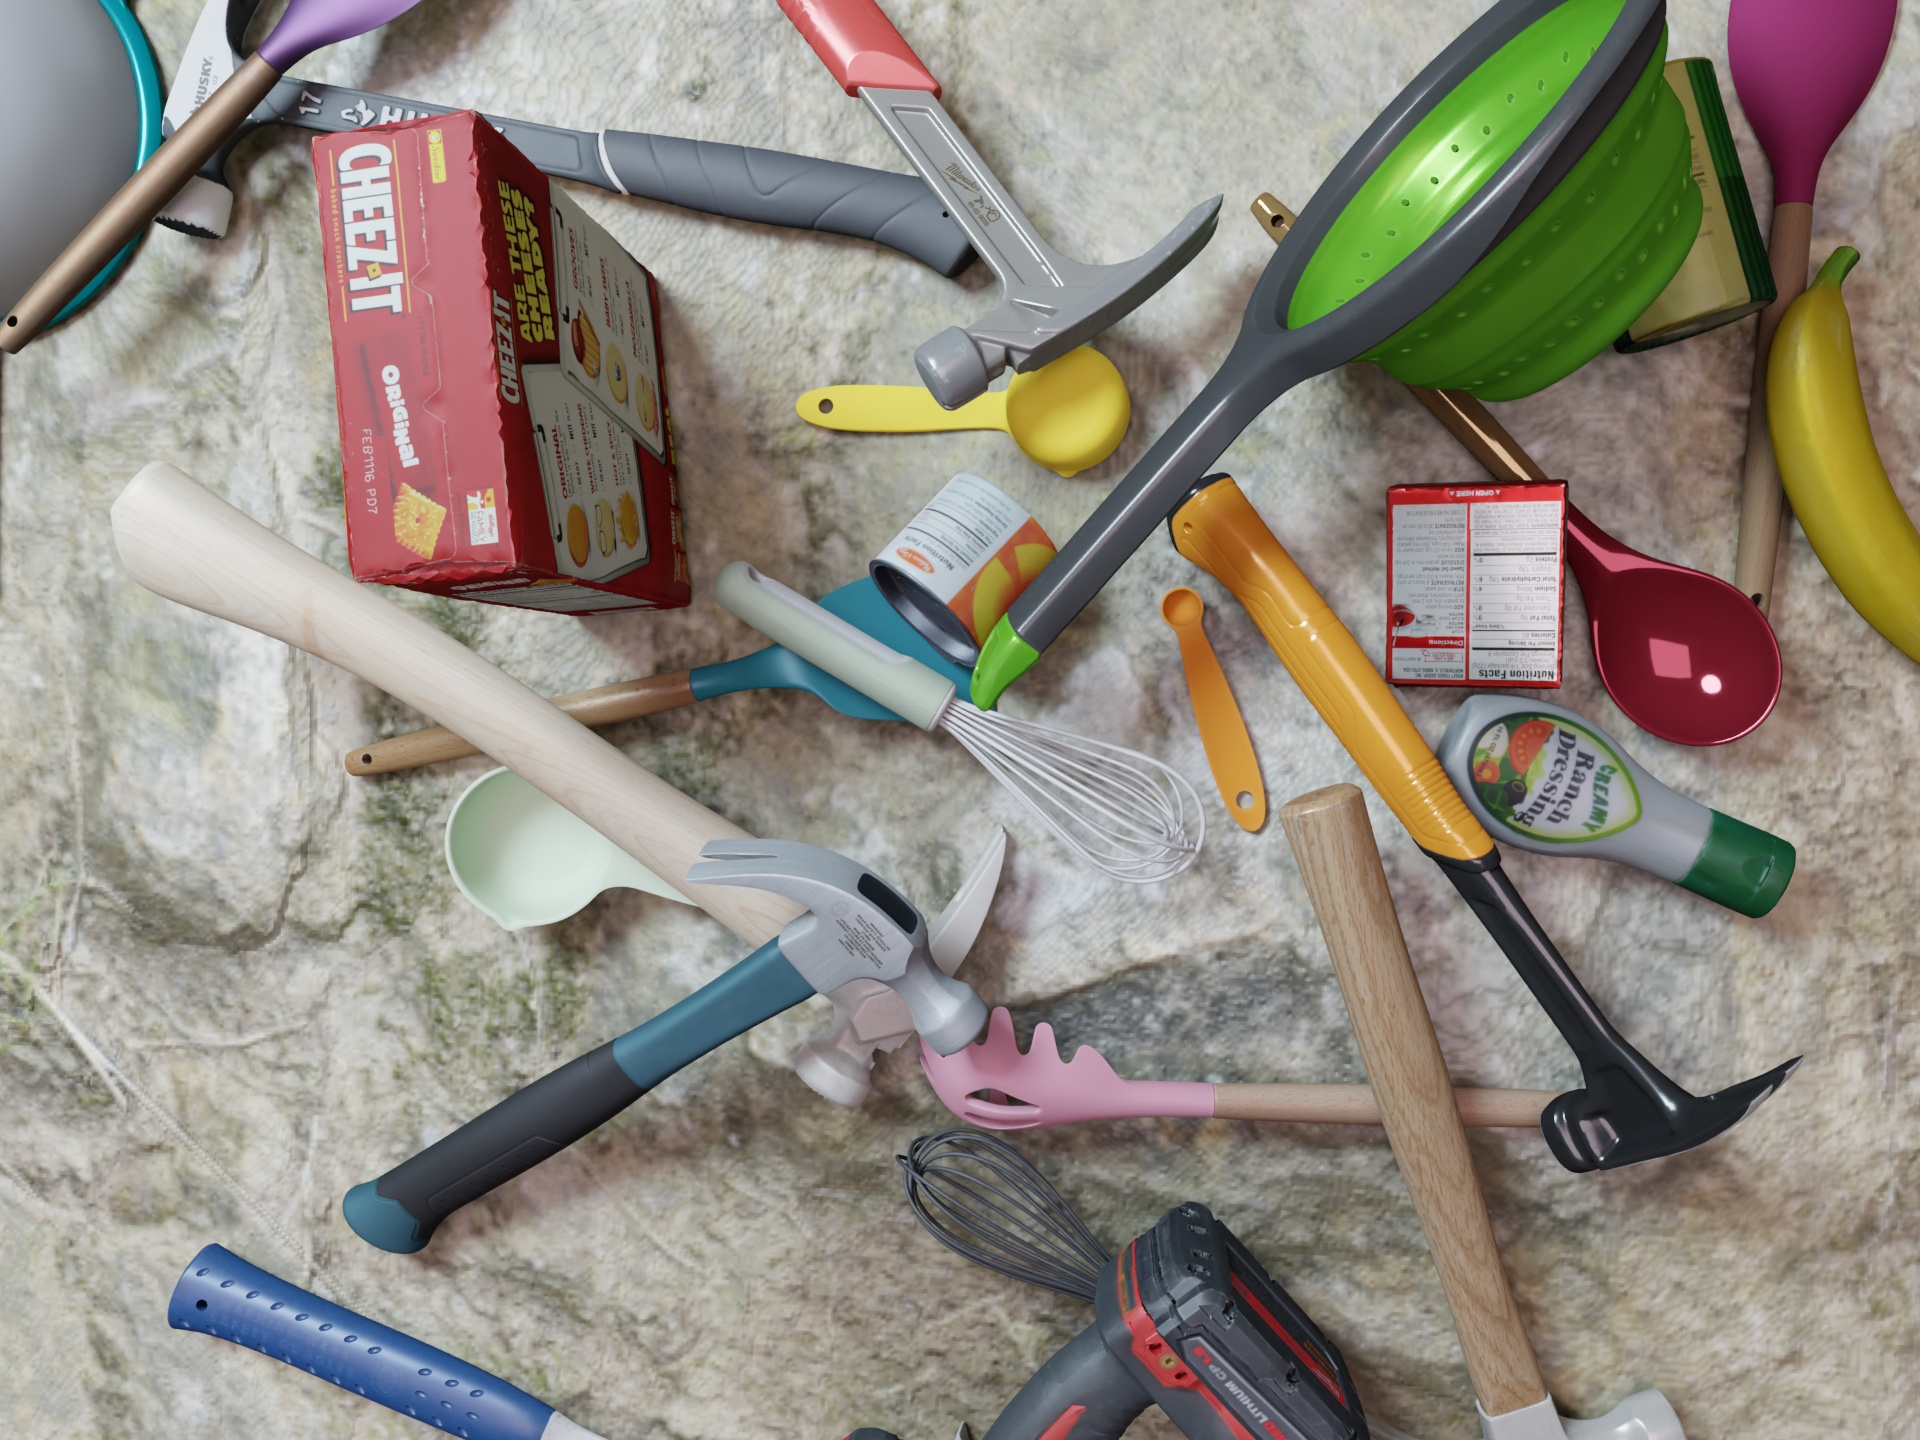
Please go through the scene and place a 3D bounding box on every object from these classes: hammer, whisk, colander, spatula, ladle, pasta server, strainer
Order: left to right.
[{"bbox_3d":[-0.506,-0.231,0.761,0.211,0.095,0.340,1,89,7],"label":"strainer"},{"bbox_3d":[-0.338,-0.286,0.742,0.316,0.018,0.060,-44,85,2],"label":"spatula"},{"bbox_3d":[-0.176,0.006,0.704,0.410,0.038,0.146,34,93,-8],"label":"hammer"},{"bbox_3d":[-0.184,0.337,0.753,0.405,0.035,0.144,20,93,7],"label":"hammer"},{"bbox_3d":[-0.181,-0.271,0.750,0.409,0.036,0.149,12,91,7],"label":"hammer"},{"bbox_3d":[-0.154,0.160,0.709,0.331,0.033,0.128,-33,104,21],"label":"hammer"},{"bbox_3d":[-0.145,-0.010,0.754,0.317,0.044,0.082,-12,89,12],"label":"spatula"},{"bbox_3d":[-0.043,-0.314,0.712,0.149,0.036,0.359,-34,80,-5],"label":"hammer"},{"bbox_3d":[-0.001,-0.002,0.704,0.246,0.058,0.059,31,108,-1],"label":"whisk"},{"bbox_3d":[0.072,0.259,0.717,0.239,0.055,0.055,34,94,1],"label":"whisk"},{"bbox_3d":[0.139,0.163,0.708,0.316,0.040,0.060,1,131,1],"label":"pasta server"},{"bbox_3d":[0.160,-0.133,0.635,0.094,0.205,0.397,38,104,-15],"label":"colander"},{"bbox_3d":[0.199,0.187,0.677,0.130,0.031,0.331,-19,96,1],"label":"hammer"},{"bbox_3d":[0.196,0.030,0.664,0.034,0.127,0.337,-28,76,-25],"label":"hammer"},{"bbox_3d":[0.236,-0.117,0.700,0.069,0.031,0.315,-43,83,18],"label":"ladle"}]

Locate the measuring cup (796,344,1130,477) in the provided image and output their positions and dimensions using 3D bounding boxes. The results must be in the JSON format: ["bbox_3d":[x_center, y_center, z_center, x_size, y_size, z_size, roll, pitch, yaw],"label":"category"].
[{"bbox_3d":[-0.001,-0.145,0.728,0.156,0.029,0.062,2,91,6],"label":"measuring cup"}]

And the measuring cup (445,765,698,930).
[{"bbox_3d":[-0.156,0.066,0.753,0.167,0.038,0.083,14,94,-8],"label":"measuring cup"}]

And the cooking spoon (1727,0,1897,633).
[{"bbox_3d":[0.358,-0.196,0.687,0.069,0.017,0.319,6,91,7],"label":"cooking spoon"}]

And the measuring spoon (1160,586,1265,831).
[{"bbox_3d":[0.116,-0.005,0.726,0.021,0.011,0.117,-18,92,7],"label":"measuring spoon"}]

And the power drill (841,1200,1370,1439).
[{"bbox_3d":[0.064,0.336,0.669,0.226,0.080,0.188,-41,95,10],"label":"power drill"}]
